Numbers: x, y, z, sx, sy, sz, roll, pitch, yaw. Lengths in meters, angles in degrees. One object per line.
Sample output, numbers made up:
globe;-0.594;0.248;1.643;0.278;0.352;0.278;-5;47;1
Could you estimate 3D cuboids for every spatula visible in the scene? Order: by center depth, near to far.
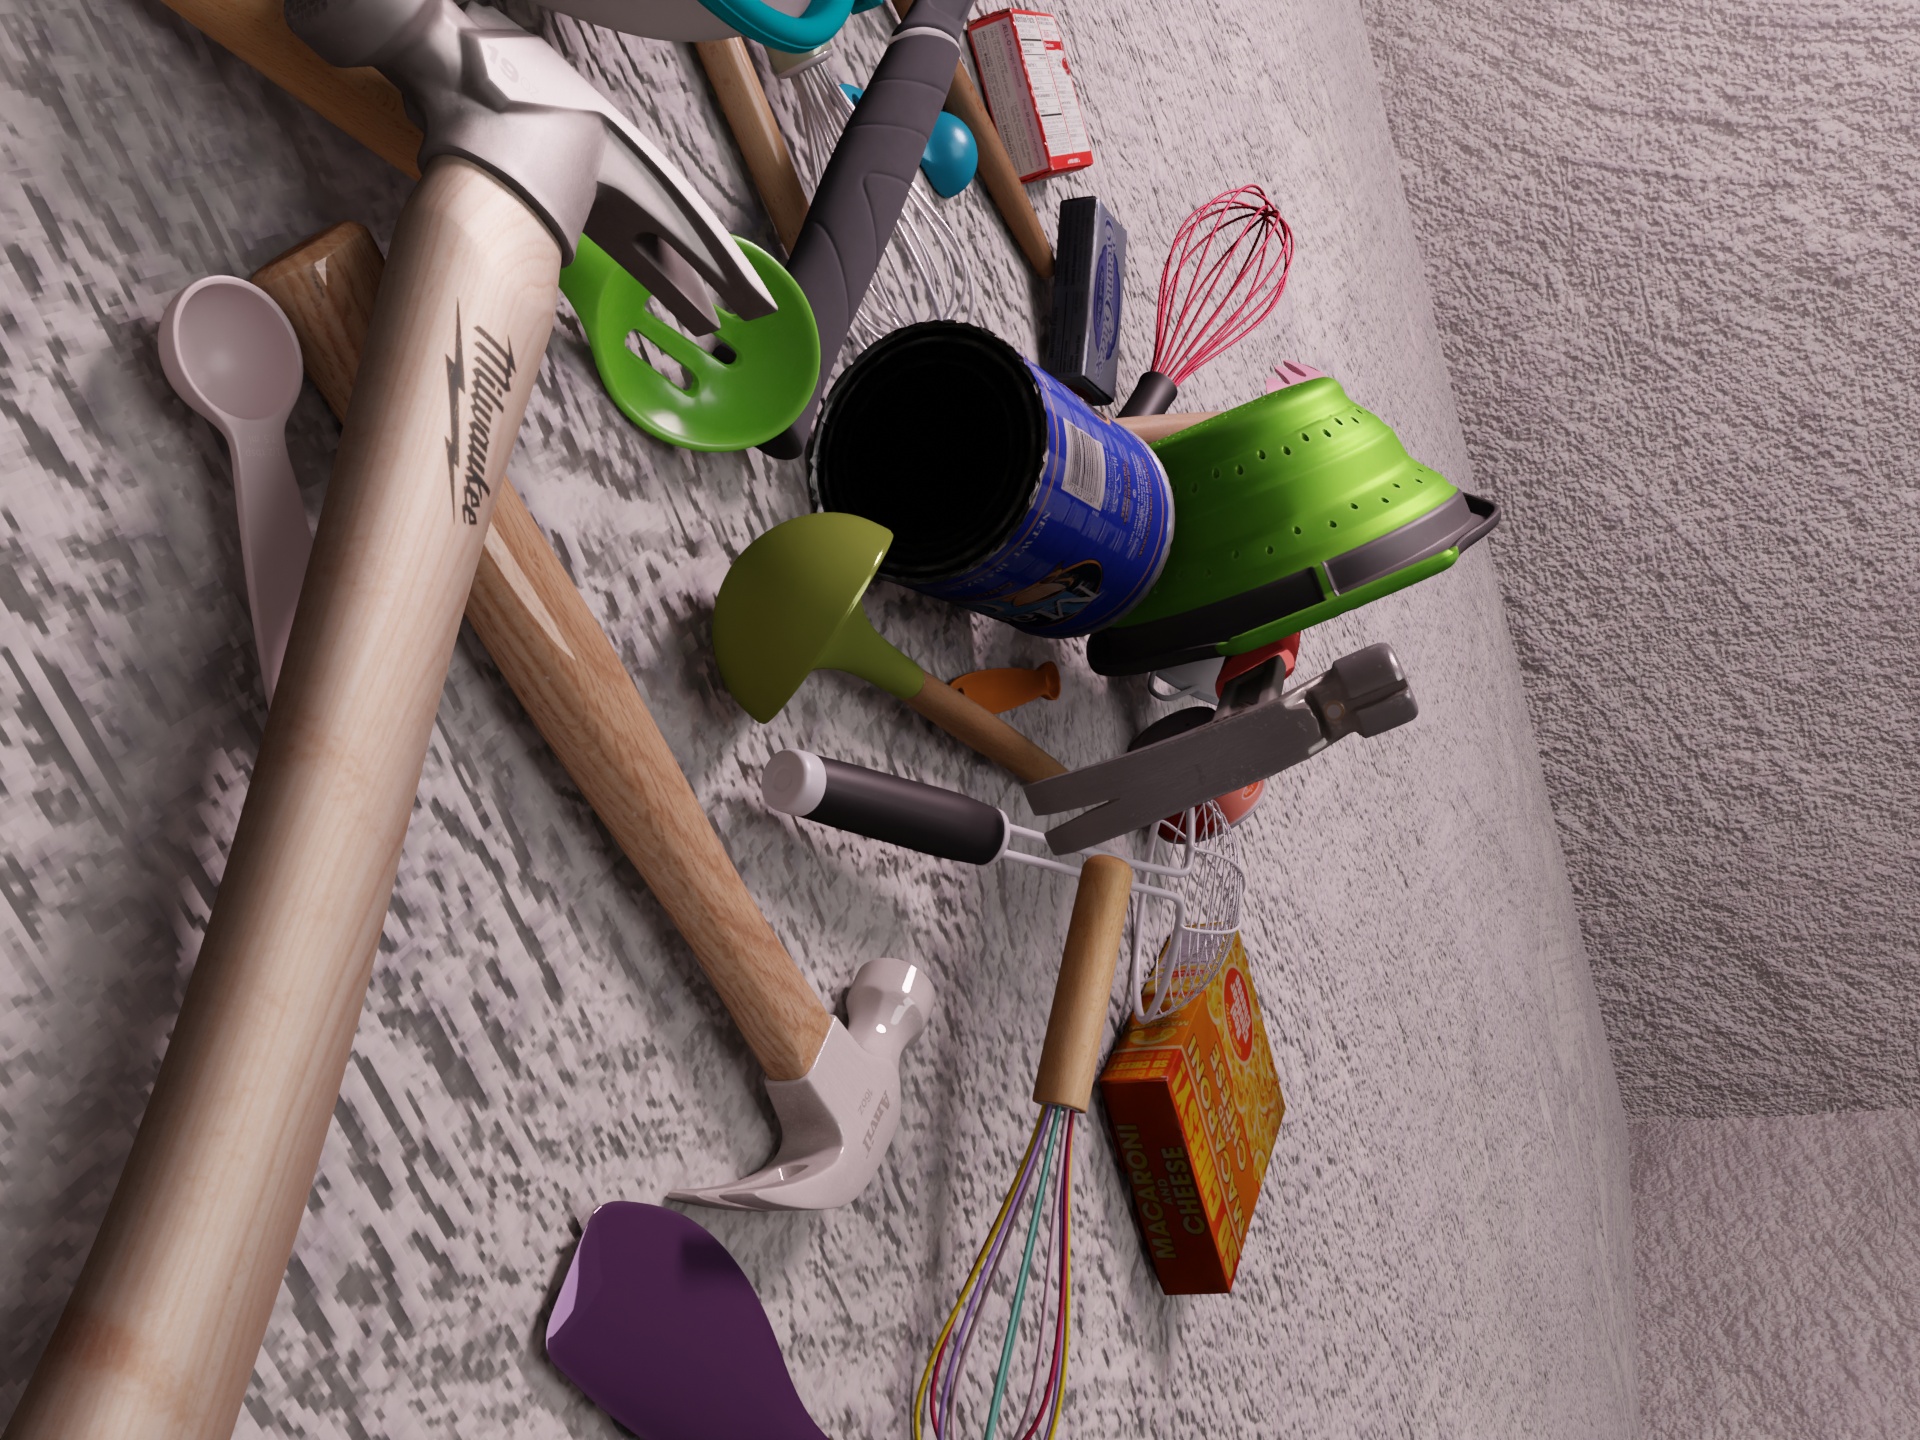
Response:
spatula;-0.033;0.248;0.516;0.315;0.018;0.060;58;35;-36
spatula;-0.008;-0.342;0.772;0.317;0.044;0.082;53;8;-46

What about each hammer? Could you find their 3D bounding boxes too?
hammer;-0.129;0.025;0.342;0.146;0.038;0.411;37;54;-48
hammer;-0.097;0.017;0.461;0.331;0.031;0.130;64;29;-28
hammer;-0.005;-0.280;0.637;0.149;0.036;0.409;35;65;-34
hammer;0.133;-0.025;0.754;0.036;0.149;0.359;66;17;-7

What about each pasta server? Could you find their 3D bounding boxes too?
pasta server;0.120;-0.158;0.858;0.316;0.040;0.060;-15;115;-44

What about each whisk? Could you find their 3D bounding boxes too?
whisk;0.029;0.167;0.601;0.051;0.047;0.245;55;45;-62
whisk;-0.060;-0.255;0.638;0.246;0.059;0.058;64;-7;-21
whisk;0.119;-0.203;0.903;0.296;0.073;0.073;-60;136;-28

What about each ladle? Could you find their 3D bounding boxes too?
ladle;-0.001;-0.002;0.642;0.078;0.062;0.320;-56;151;0

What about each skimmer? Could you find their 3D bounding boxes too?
skimmer;0.025;0.059;0.690;0.363;0.090;0.127;20;76;-51

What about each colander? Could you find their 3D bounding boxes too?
colander;0.142;-0.114;0.838;0.397;0.204;0.094;-89;156;-82

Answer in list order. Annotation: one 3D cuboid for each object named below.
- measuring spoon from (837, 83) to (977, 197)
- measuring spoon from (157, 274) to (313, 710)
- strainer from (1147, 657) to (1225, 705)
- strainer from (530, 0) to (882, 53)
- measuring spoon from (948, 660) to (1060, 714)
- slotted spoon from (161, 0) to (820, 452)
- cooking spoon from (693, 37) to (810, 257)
measuring spoon;-0.021;-0.278;0.744;0.128;0.021;0.042;-12;91;-66
measuring spoon;-0.164;-0.039;0.371;0.034;0.018;0.124;-24;108;-61
strainer;0.150;-0.038;0.964;0.050;0.087;0.258;-60;167;10
strainer;-0.137;-0.253;0.402;0.210;0.095;0.340;66;26;-20
measuring spoon;0.018;-0.014;0.741;0.117;0.011;0.021;-12;94;-61
slotted spoon;-0.145;-0.157;0.426;0.031;0.070;0.313;42;8;36
cooking spoon;-0.112;-0.302;0.572;0.318;0.017;0.069;66;28;-24
